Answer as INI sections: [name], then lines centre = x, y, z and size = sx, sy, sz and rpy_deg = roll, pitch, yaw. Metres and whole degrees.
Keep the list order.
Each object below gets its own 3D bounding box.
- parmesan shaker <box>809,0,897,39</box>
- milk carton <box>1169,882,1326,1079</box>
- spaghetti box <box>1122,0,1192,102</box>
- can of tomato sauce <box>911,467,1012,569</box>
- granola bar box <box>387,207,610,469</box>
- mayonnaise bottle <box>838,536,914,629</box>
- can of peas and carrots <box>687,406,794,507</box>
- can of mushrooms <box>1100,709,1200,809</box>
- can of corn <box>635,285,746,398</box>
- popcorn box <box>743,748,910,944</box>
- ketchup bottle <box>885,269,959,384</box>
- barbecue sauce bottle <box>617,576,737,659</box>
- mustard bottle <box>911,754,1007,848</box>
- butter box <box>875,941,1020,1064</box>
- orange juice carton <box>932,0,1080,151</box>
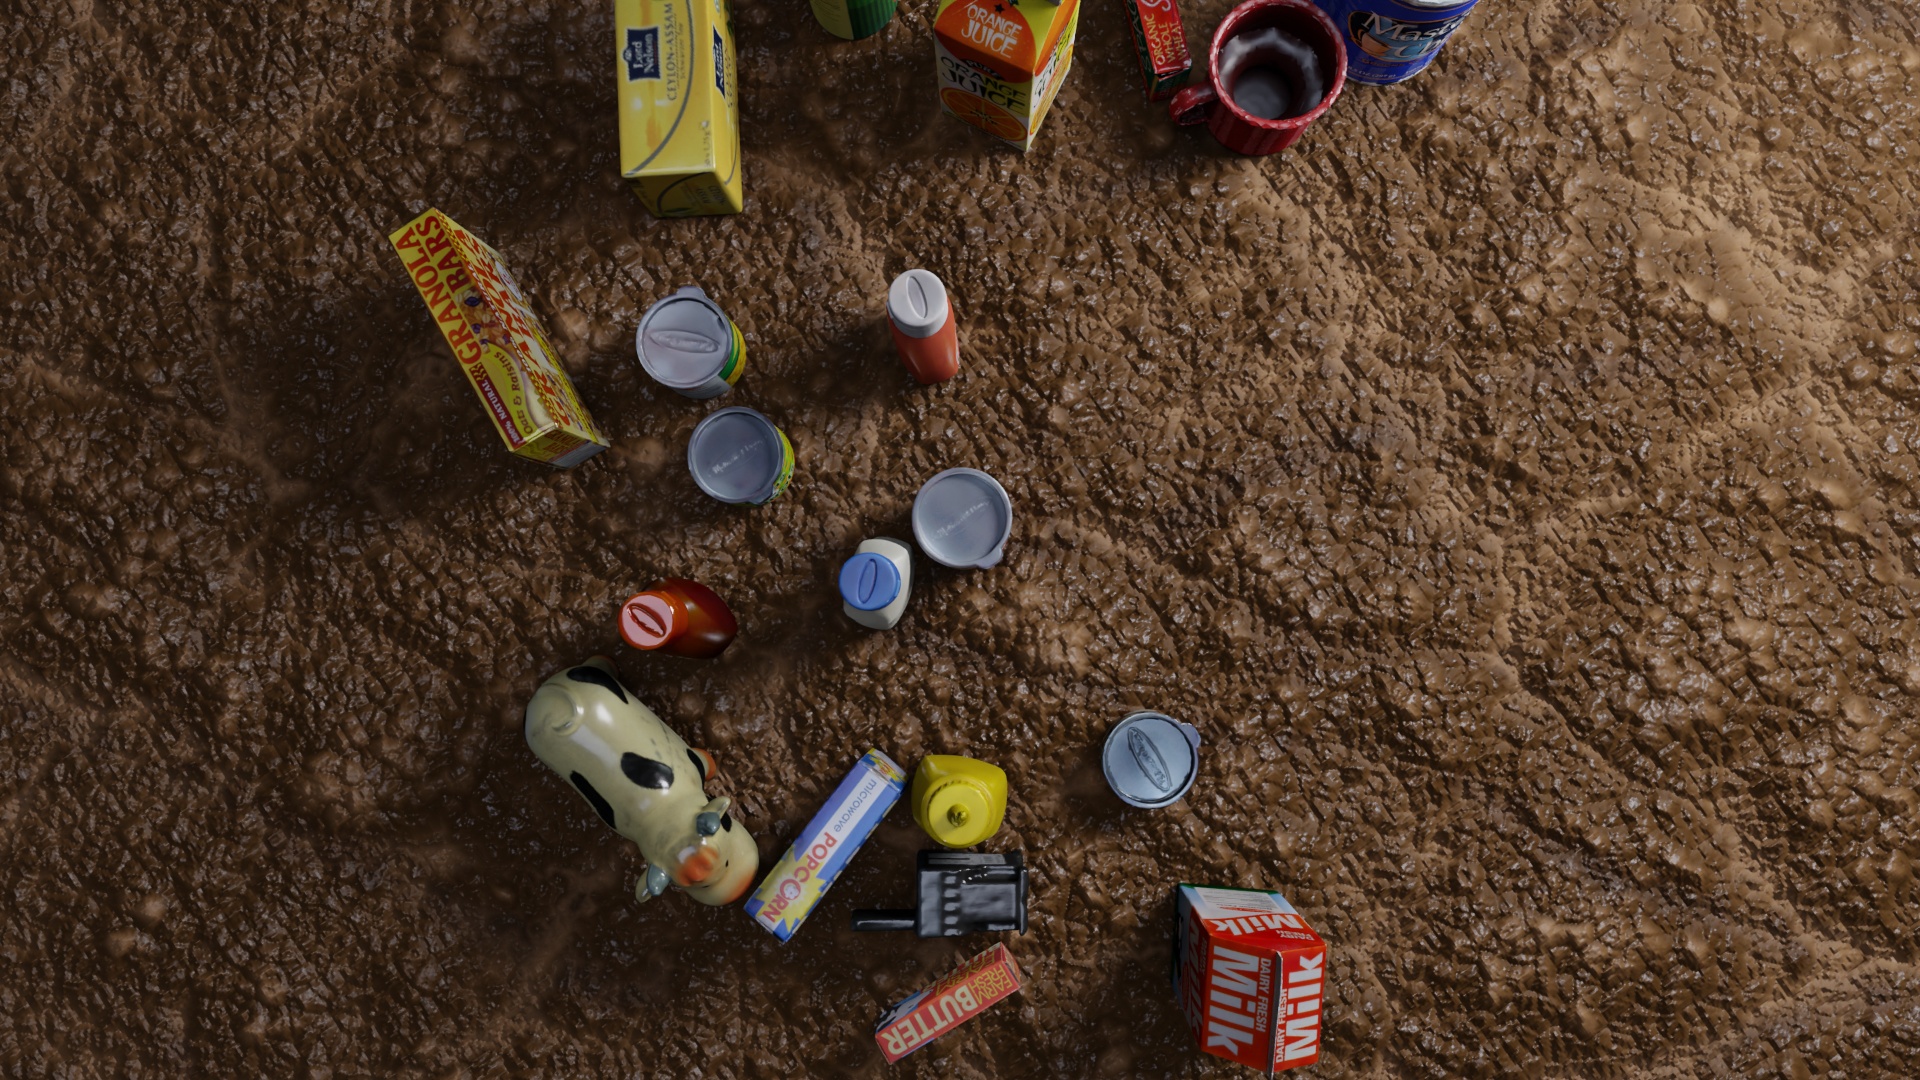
[parmesan shaker]
centre = -0.081, -0.404, 0.968
size = 0.071, 0.103, 0.071
rpy_deg = 0, 87, 1
[milk carton]
centre = 0.182, 0.274, 0.881
size = 0.073, 0.190, 0.072
rpy_deg = 5, 88, 1
[spaghetti box]
centre = 0.120, -0.441, 0.992
size = 0.029, 0.050, 0.250
rpy_deg = -14, 87, 1
[can of tomato sauce]
centre = 0.003, -0.012, 0.954
size = 0.071, 0.083, 0.071
rpy_deg = 0, 87, 1
[granola bar box]
centre = -0.311, -0.131, 0.946
size = 0.039, 0.124, 0.165
rpy_deg = -30, 87, 0
[mayonnaise bottle]
centre = -0.055, 0.028, 0.920
size = 0.041, 0.148, 0.065
rpy_deg = 14, 88, 2
[can of peas and carrots]
centre = -0.151, -0.055, 0.972
size = 0.071, 0.058, 0.071
rpy_deg = 0, 87, 1
[can of mushrooms]
centre = 0.133, 0.150, 0.967
size = 0.071, 0.033, 0.071
rpy_deg = 0, 87, 1
[can of corn]
centre = -0.188, -0.138, 0.977
size = 0.071, 0.058, 0.071
rpy_deg = 0, 87, 1
[popcorn box]
centre = -0.088, 0.204, 0.943
size = 0.038, 0.085, 0.127
rpy_deg = 38, 88, 3
[ketchup bottle]
centre = -0.026, -0.146, 0.929
size = 0.043, 0.149, 0.064
rpy_deg = -19, 87, 0
[barbecue sauce bottle]
centre = -0.190, 0.052, 0.921
size = 0.065, 0.148, 0.043
rpy_deg = 40, 89, 3
[mustard bottle]
centre = -0.002, 0.171, 0.905
size = 0.065, 0.160, 0.049
rpy_deg = 9, 88, 2
[butter box]
centre = -0.008, 0.315, 0.951
size = 0.103, 0.053, 0.024
rpy_deg = -31, 87, -1
[orange juice carton]
centre = 0.031, -0.332, 0.917
size = 0.072, 0.192, 0.073
rpy_deg = 26, 88, 2
